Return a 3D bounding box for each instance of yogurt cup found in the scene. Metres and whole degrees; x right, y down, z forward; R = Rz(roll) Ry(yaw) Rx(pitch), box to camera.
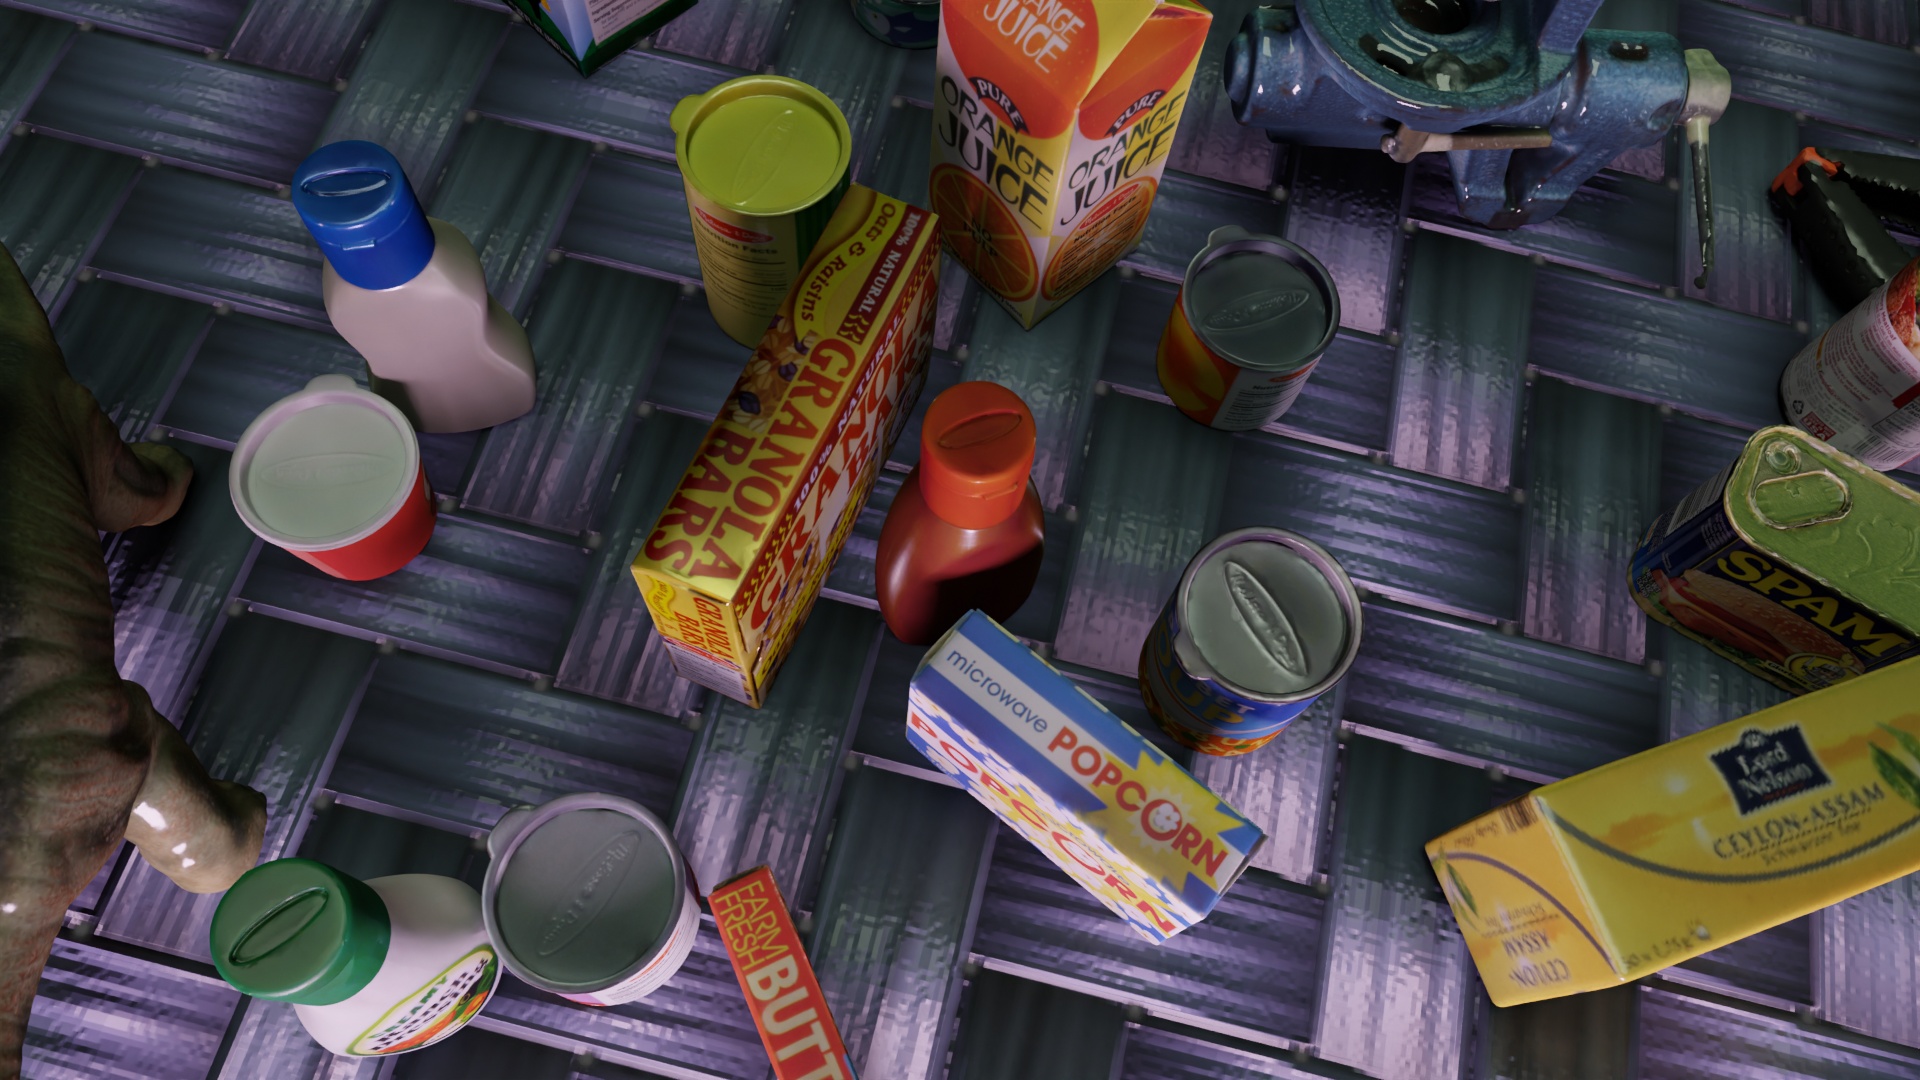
[{"bbox_3d":[-0.239,-0.019,0.540,0.072,0.053,0.072,1,67,-3],"label":"yogurt cup"}]

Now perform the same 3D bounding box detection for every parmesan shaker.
[{"bbox_3d":[-0.080,-0.132,0.573,0.071,0.102,0.071,1,67,-3],"label":"parmesan shaker"}]

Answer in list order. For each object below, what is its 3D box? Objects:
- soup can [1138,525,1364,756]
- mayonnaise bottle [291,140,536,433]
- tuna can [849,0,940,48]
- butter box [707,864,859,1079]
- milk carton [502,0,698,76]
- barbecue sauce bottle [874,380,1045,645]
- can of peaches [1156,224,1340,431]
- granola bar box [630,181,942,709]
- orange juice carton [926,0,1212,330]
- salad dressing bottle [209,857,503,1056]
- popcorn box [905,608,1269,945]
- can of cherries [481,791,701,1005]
[{"bbox_3d":[0.103,0.041,0.523,0.071,0.083,0.071,1,67,-3],"label":"soup can"},{"bbox_3d":[-0.205,-0.090,0.522,0.065,0.147,0.041,-9,69,-8],"label":"mayonnaise bottle"},{"bbox_3d":[-0.025,-0.275,0.675,0.071,0.032,0.071,1,67,-3],"label":"tuna can"},{"bbox_3d":[-0.056,0.166,0.476,0.024,0.053,0.104,-23,71,-13],"label":"butter box"},{"bbox_3d":[-0.171,-0.300,0.590,0.074,0.189,0.072,-41,76,-18],"label":"milk carton"},{"bbox_3d":[0.002,-0.006,0.501,0.065,0.148,0.044,-19,70,-11],"label":"barbecue sauce bottle"},{"bbox_3d":[0.120,-0.090,0.594,0.071,0.058,0.071,1,67,-3],"label":"can of peaches"},{"bbox_3d":[-0.058,-0.031,0.520,0.039,0.123,0.166,23,68,6],"label":"granola bar box"},{"bbox_3d":[0.039,-0.174,0.550,0.073,0.192,0.072,-39,75,-17],"label":"orange juice carton"},{"bbox_3d":[-0.184,0.129,0.431,0.064,0.147,0.044,-37,75,-17],"label":"salad dressing bottle"},{"bbox_3d":[0.039,0.087,0.499,0.127,0.085,0.038,38,70,11],"label":"popcorn box"},{"bbox_3d":[-0.128,0.124,0.486,0.071,0.058,0.072,1,67,-3],"label":"can of cherries"}]
